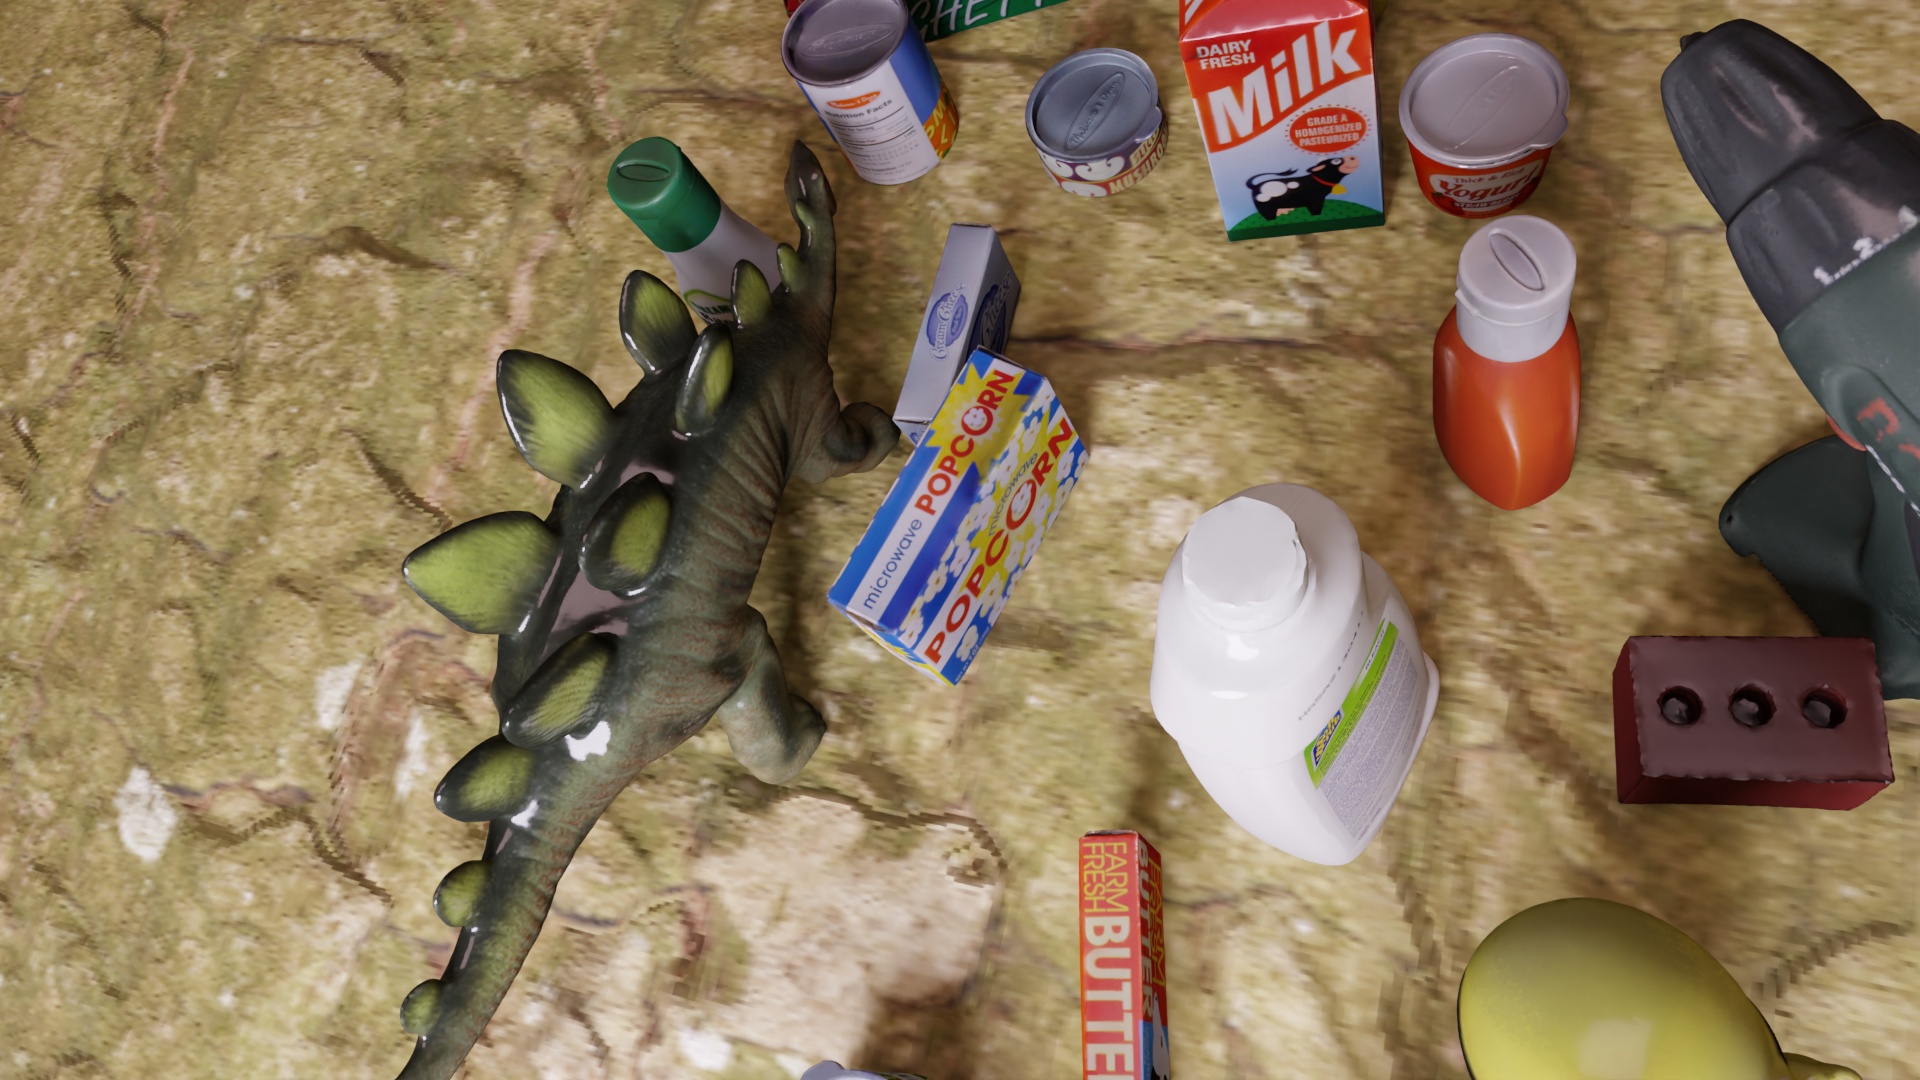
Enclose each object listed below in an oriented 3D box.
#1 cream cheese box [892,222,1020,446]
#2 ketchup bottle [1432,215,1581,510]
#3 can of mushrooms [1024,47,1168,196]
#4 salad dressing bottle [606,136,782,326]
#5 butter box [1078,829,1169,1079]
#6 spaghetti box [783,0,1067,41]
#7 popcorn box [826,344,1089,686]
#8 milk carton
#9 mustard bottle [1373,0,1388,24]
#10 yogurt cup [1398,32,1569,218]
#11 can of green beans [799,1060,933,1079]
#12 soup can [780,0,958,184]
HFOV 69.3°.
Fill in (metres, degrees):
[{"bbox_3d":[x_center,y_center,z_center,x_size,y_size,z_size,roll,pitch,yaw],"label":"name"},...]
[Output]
[{"bbox_3d":[0.000,-0.090,0.651,0.024,0.053,0.104,9,72,22],"label":"cream cheese box"},{"bbox_3d":[0.203,-0.065,0.518,0.043,0.148,0.065,-30,63,6],"label":"ketchup bottle"},{"bbox_3d":[0.070,-0.205,0.685,0.071,0.033,0.071,-7,67,16],"label":"can of mushrooms"},{"bbox_3d":[-0.113,-0.132,0.653,0.064,0.147,0.044,13,74,23],"label":"salad dressing bottle"},{"bbox_3d":[0.062,0.166,0.526,0.024,0.053,0.104,-6,67,17],"label":"butter box"},{"bbox_3d":[0.029,-0.304,0.731,0.250,0.050,0.029,-11,66,14],"label":"spaghetti box"},{"bbox_3d":[0.002,-0.008,0.599,0.038,0.085,0.127,26,79,26],"label":"popcorn box"},{"bbox_3d":[0.134,-0.206,0.575,0.073,0.190,0.072,-3,68,18],"label":"milk carton"},{"bbox_3d":[0.157,-0.288,0.618,0.065,0.160,0.049,-12,66,14],"label":"mustard bottle"},{"bbox_3d":[0.228,-0.179,0.609,0.072,0.054,0.072,-7,67,16],"label":"yogurt cup"},{"bbox_3d":[-0.031,0.236,0.526,0.071,0.057,0.071,-7,67,16],"label":"can of green beans"},{"bbox_3d":[-0.044,-0.234,0.708,0.071,0.083,0.071,-7,67,16],"label":"soup can"}]
